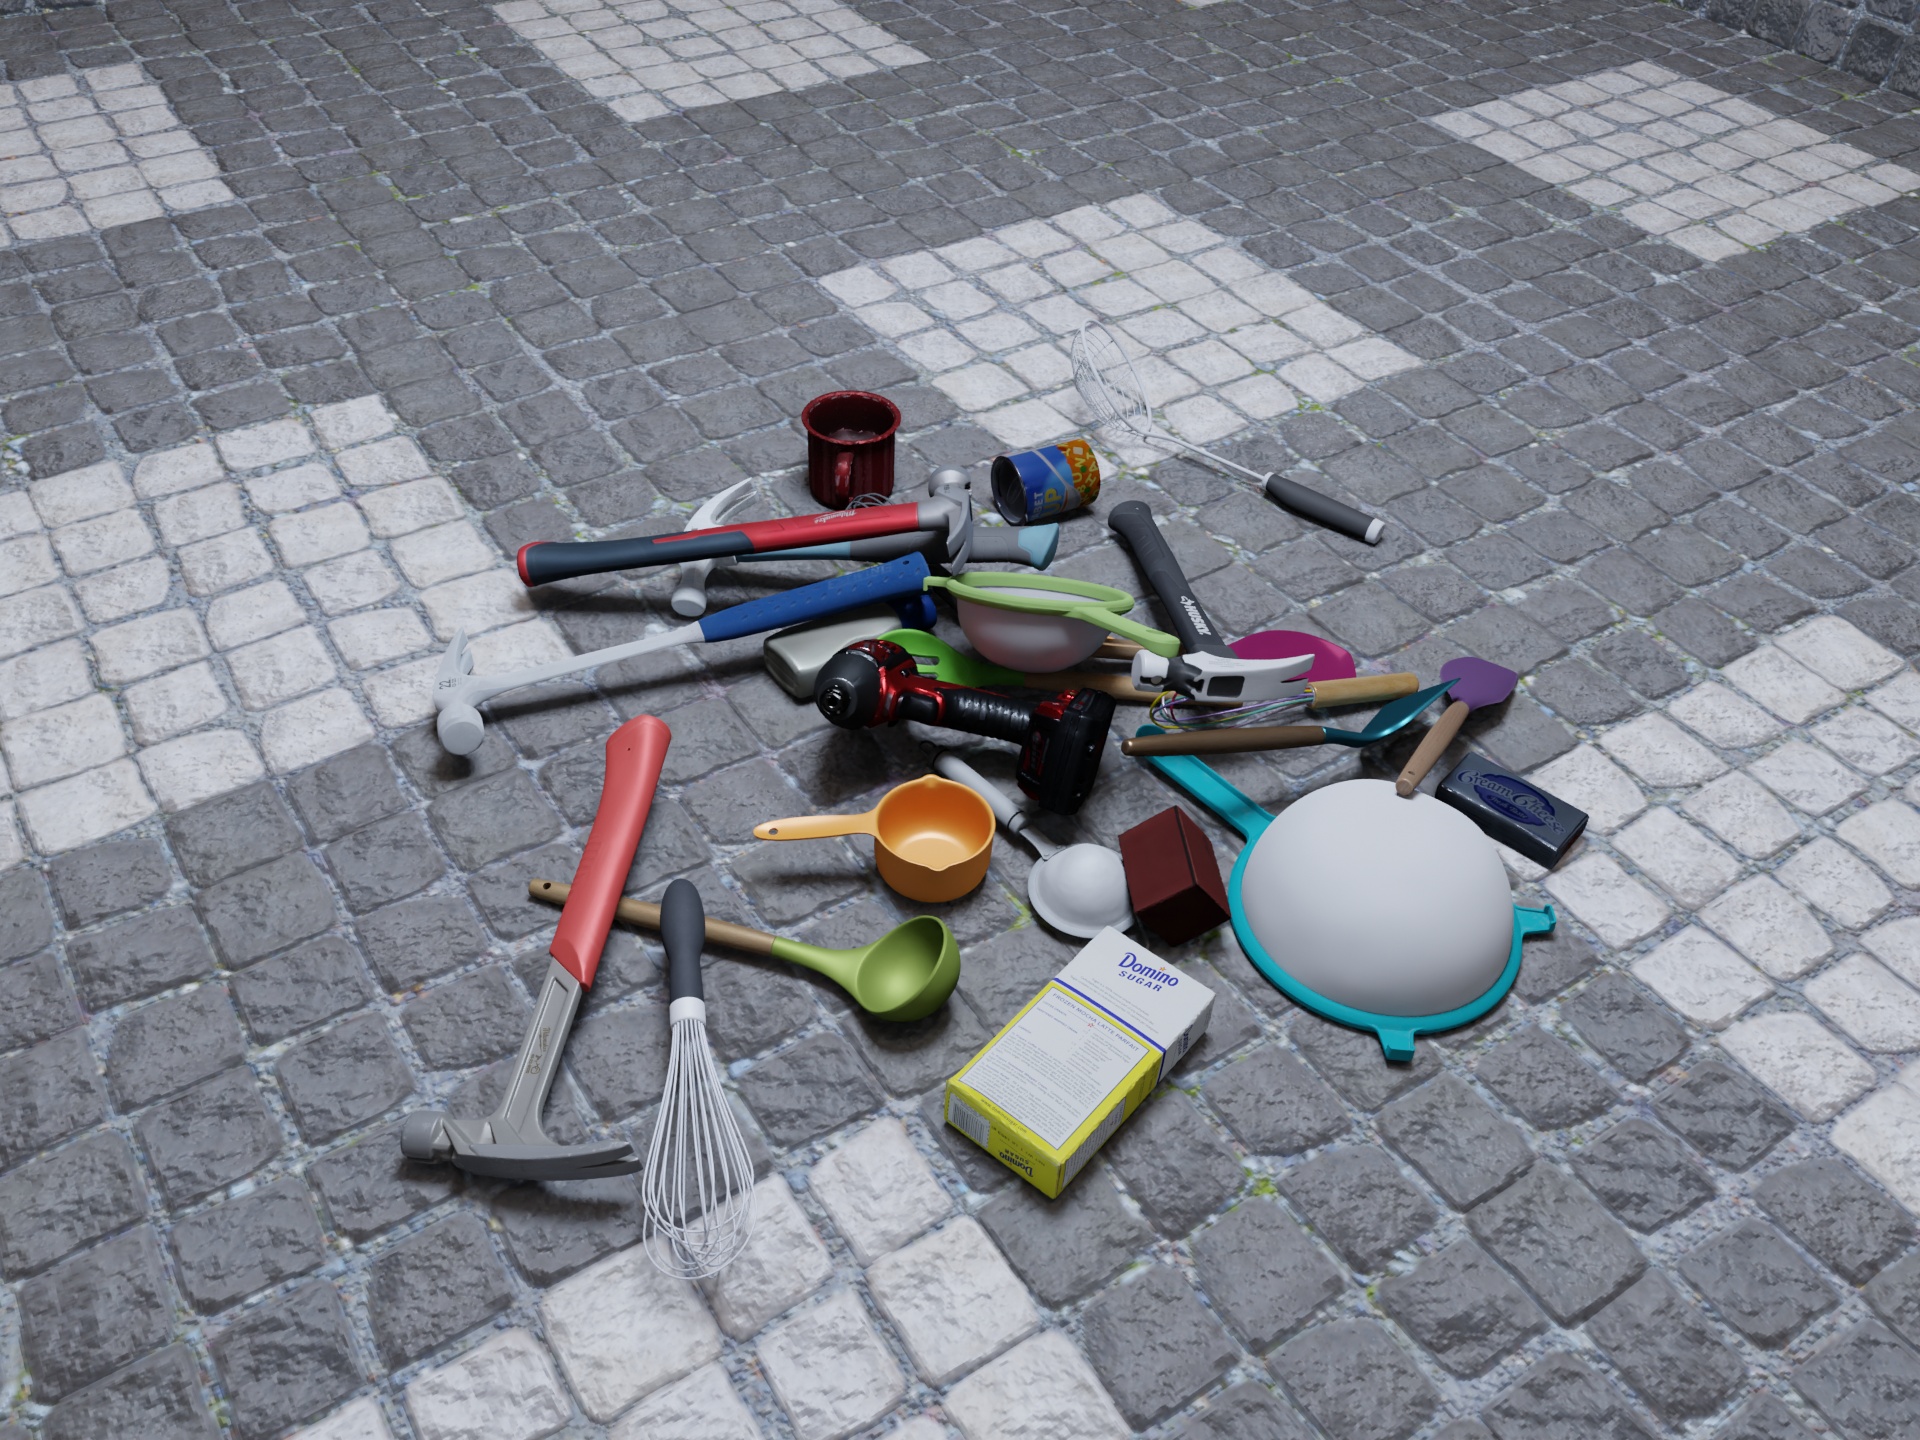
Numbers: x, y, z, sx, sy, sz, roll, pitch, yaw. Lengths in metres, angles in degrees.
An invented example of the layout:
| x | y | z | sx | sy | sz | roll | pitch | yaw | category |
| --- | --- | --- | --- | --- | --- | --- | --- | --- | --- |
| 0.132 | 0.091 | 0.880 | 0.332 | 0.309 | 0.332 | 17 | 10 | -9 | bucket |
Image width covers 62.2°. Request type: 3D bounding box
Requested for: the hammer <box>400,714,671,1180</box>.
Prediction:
| x | y | z | sx | sy | sz | roll | pitch | yaw | category |
| --- | --- | --- | --- | --- | --- | --- | --- | --- | --- |
| -0.244 | 0.137 | 1.069 | 0.149 | 0.036 | 0.359 | 0 | 46 | 11 | hammer |

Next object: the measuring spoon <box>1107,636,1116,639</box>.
| x | y | z | sx | sy | sz | roll | pitch | yaw | category |
| --- | --- | --- | --- | --- | --- | --- | --- | --- | --- |
| 0.087 | -0.078 | 1.377 | 0.117 | 0.011 | 0.021 | 14 | 44 | 11 | measuring spoon |

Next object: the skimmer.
| x | y | z | sx | sy | sz | roll | pitch | yaw | category |
| --- | --- | --- | --- | --- | --- | --- | --- | --- | --- |
| 0.260 | -0.285 | 1.555 | 0.363 | 0.090 | 0.127 | 30 | 17 | 23 | skimmer |

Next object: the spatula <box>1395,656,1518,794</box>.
| x | y | z | sx | sy | sz | roll | pitch | yaw | category |
| --- | --- | --- | --- | --- | --- | --- | --- | --- | --- |
| 0.384 | -0.002 | 1.249 | 0.060 | 0.018 | 0.316 | 23 | 28 | 20 | spatula |

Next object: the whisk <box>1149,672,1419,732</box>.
| x | y | z | sx | sy | sz | roll | pitch | yaw | category |
| --- | --- | --- | --- | --- | --- | --- | --- | --- | --- |
| 0.267 | -0.020 | 1.297 | 0.245 | 0.047 | 0.051 | -6 | 18 | -18 | whisk |

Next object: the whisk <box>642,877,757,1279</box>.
| x | y | z | sx | sy | sz | roll | pitch | yaw | category |
| --- | --- | --- | --- | --- | --- | --- | --- | --- | --- |
| -0.170 | 0.213 | 0.994 | 0.070 | 0.070 | 0.285 | -5 | 47 | -9 | whisk |

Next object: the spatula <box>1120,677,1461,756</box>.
| x | y | z | sx | sy | sz | roll | pitch | yaw | category |
| --- | --- | --- | --- | --- | --- | --- | --- | --- | --- |
| 0.249 | 0.002 | 1.209 | 0.317 | 0.082 | 0.044 | -3 | 77 | -31 | spatula |

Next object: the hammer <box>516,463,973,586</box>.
| x | y | z | sx | sy | sz | roll | pitch | yaw | category |
| --- | --- | --- | --- | --- | --- | --- | --- | --- | --- |
| -0.182 | -0.143 | 1.321 | 0.386 | 0.038 | 0.143 | -7 | 34 | 6 | hammer |

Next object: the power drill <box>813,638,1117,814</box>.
| x | y | z | sx | sy | sz | roll | pitch | yaw | category |
| --- | --- | --- | --- | --- | --- | --- | --- | --- | --- |
| -0.002 | -0.004 | 1.202 | 0.220 | 0.078 | 0.143 | 17 | 14 | 10 | power drill |

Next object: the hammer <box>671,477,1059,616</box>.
| x | y | z | sx | sy | sz | roll | pitch | yaw | category |
| --- | --- | --- | --- | --- | --- | --- | --- | --- | --- |
| -0.080 | -0.150 | 1.378 | 0.331 | 0.033 | 0.128 | 1 | 62 | 6 | hammer |

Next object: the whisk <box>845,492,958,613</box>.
| x | y | z | sx | sy | sz | roll | pitch | yaw | category |
| --- | --- | --- | --- | --- | --- | --- | --- | --- | --- |
| -0.023 | -0.130 | 1.406 | 0.055 | 0.055 | 0.239 | -30 | 56 | -31 | whisk |

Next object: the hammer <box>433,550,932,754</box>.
| x | y | z | sx | sy | sz | roll | pitch | yaw | category |
| --- | --- | --- | --- | --- | --- | --- | --- | --- | --- |
| -0.222 | -0.073 | 1.290 | 0.405 | 0.035 | 0.144 | -16 | 35 | -12 | hammer |

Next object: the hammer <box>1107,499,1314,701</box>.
| x | y | z | sx | sy | sz | roll | pitch | yaw | category |
| --- | --- | --- | --- | --- | --- | --- | --- | --- | --- |
| 0.187 | -0.110 | 1.354 | 0.146 | 0.035 | 0.335 | 4 | 30 | -11 | hammer |

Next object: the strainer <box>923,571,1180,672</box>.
| x | y | z | sx | sy | sz | roll | pitch | yaw | category |
| --- | --- | --- | --- | --- | --- | --- | --- | --- | --- |
| 0.086 | -0.061 | 1.229 | 0.151 | 0.069 | 0.257 | -1 | 16 | -29 | strainer |

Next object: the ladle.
| x | y | z | sx | sy | sz | roll | pitch | yaw | category |
| --- | --- | --- | --- | --- | --- | --- | --- | --- | --- |
| -0.154 | 0.142 | 1.092 | 0.320 | 0.062 | 0.078 | 12 | 51 | 13 | ladle |

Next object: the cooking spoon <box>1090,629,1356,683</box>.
| x | y | z | sx | sy | sz | roll | pitch | yaw | category |
| --- | --- | --- | --- | --- | --- | --- | --- | --- | --- |
| 0.178 | -0.057 | 1.343 | 0.319 | 0.017 | 0.069 | 5 | 50 | -5 | cooking spoon |

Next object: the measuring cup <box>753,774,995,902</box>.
| x | y | z | sx | sy | sz | roll | pitch | yaw | category |
| --- | --- | --- | --- | --- | --- | --- | --- | --- | --- |
| -0.062 | 0.092 | 1.155 | 0.173 | 0.052 | 0.095 | -2 | 43 | -4 | measuring cup |

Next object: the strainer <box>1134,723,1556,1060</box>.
| x | y | z | sx | sy | sz | roll | pitch | yaw | category |
| --- | --- | --- | --- | --- | --- | --- | --- | --- | --- |
| 0.259 | 0.076 | 1.160 | 0.211 | 0.095 | 0.341 | -30 | 53 | -31 | strainer |

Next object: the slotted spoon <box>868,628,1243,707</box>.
| x | y | z | sx | sy | sz | roll | pitch | yaw | category |
| --- | --- | --- | --- | --- | --- | --- | --- | --- | --- |
| 0.078 | -0.031 | 1.314 | 0.313 | 0.031 | 0.070 | 5 | 66 | -2 | slotted spoon |

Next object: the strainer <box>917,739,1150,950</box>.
| x | y | z | sx | sy | sz | roll | pitch | yaw | category |
| --- | --- | --- | --- | --- | --- | --- | --- | --- | --- |
| 0.049 | 0.081 | 1.184 | 0.087 | 0.050 | 0.259 | -28 | 48 | -29 | strainer |
